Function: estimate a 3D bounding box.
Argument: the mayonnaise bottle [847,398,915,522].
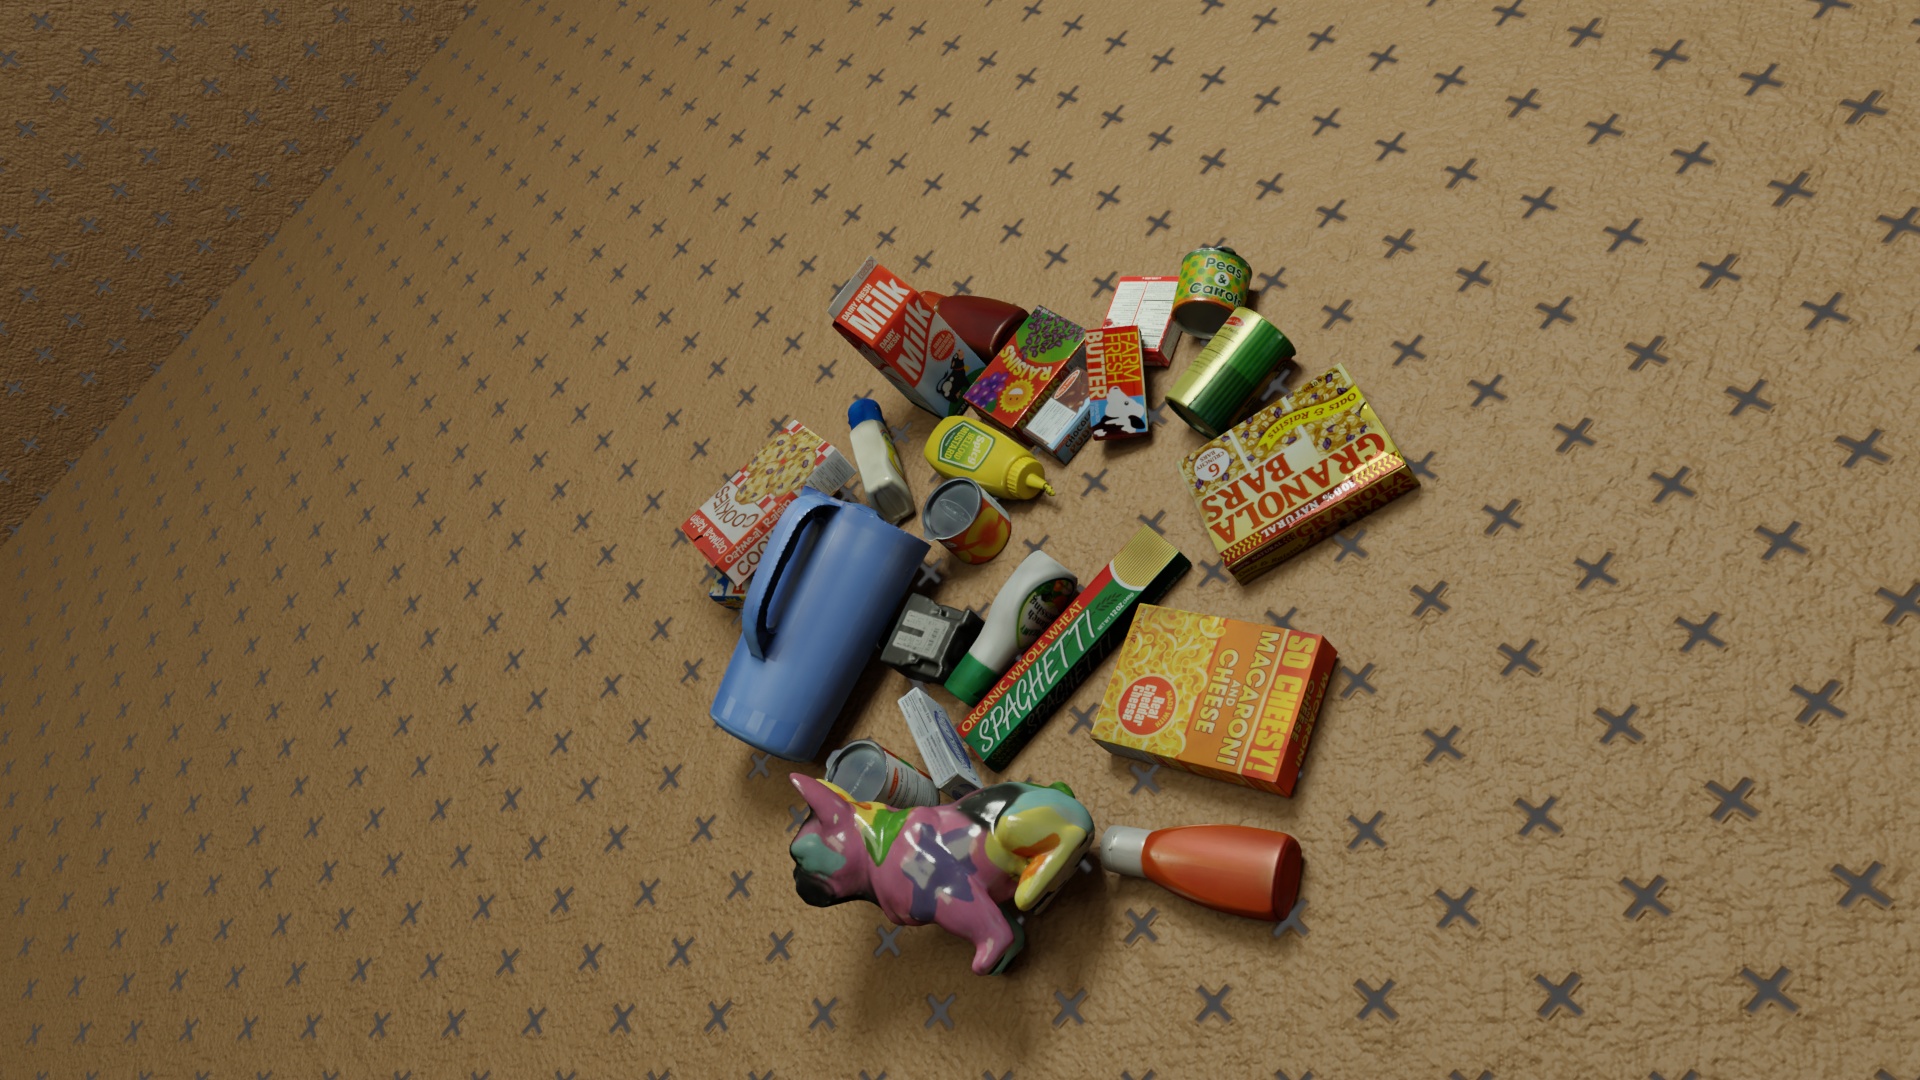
[{"bbox_3d":[-0.086,-0.088,1.426,0.041,0.064,0.149,-27,46,9],"label":"mayonnaise bottle"}]

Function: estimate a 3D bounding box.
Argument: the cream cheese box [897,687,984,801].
[{"bbox_3d":[-0.017,0.180,1.209,0.024,0.053,0.104,-38,47,9],"label":"cream cheese box"}]

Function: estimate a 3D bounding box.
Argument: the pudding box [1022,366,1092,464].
[{"bbox_3d":[0.106,-0.120,1.327,0.084,0.030,0.050,-51,45,-2],"label":"pudding box"}]

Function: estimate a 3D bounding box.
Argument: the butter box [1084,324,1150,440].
[{"bbox_3d":[0.145,-0.146,1.286,0.053,0.024,0.103,-5,81,11],"label":"butter box"}]

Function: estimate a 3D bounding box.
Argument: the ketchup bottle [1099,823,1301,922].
[{"bbox_3d":[0.176,0.241,1.038,0.148,0.043,0.065,1,63,37],"label":"ketchup bottle"}]

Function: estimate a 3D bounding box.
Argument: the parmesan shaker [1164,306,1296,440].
[{"bbox_3d":[0.236,-0.146,1.226,0.103,0.071,0.071,-51,46,-1],"label":"parmesan shaker"}]

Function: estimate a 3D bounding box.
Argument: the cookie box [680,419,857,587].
[{"bbox_3d":[-0.199,-0.041,1.417,0.167,0.040,0.123,-44,32,-7],"label":"cookie box"}]

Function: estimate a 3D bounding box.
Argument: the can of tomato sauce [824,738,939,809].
[{"bbox_3d":[-0.069,0.217,1.203,0.071,0.083,0.071,-18,53,26],"label":"can of tomato sauce"}]

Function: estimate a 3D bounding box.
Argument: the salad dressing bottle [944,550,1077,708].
[{"bbox_3d":[0.043,0.080,1.224,0.044,0.064,0.147,36,89,41],"label":"salad dressing bottle"}]

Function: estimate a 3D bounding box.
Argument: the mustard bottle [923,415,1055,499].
[{"bbox_3d":[0.034,-0.073,1.337,0.160,0.048,0.065,25,80,43],"label":"mustard bottle"}]

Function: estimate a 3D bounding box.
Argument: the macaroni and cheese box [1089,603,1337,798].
[{"bbox_3d":[0.199,0.123,1.098,0.166,0.040,0.124,8,68,40],"label":"macaroni and cheese box"}]

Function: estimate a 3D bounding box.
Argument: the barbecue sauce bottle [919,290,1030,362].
[{"bbox_3d":[0.007,-0.231,1.460,0.065,0.043,0.149,-48,44,-14],"label":"barbecue sauce bottle"}]

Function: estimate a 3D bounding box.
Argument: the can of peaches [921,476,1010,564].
[{"bbox_3d":[0.005,-0.017,1.316,0.071,0.058,0.071,-18,54,27],"label":"can of peaches"}]

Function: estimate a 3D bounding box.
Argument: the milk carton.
[{"bbox_3d":[-0.057,-0.202,1.386,0.073,0.190,0.072,32,84,43],"label":"milk carton"}]

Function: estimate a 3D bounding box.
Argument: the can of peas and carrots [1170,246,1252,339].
[{"bbox_3d":[0.231,-0.227,1.277,0.071,0.071,0.059,0,64,36],"label":"can of peas and carrots"}]

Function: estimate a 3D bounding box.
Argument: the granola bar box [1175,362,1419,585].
[{"bbox_3d":[0.276,-0.056,1.157,0.165,0.039,0.125,-32,49,16],"label":"granola bar box"}]

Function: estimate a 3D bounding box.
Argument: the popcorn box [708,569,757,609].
[{"bbox_3d":[-0.206,0.010,1.465,0.085,0.038,0.127,-2,62,36],"label":"popcorn box"}]

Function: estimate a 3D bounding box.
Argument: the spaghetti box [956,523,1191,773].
[{"bbox_3d":[0.096,0.093,1.200,0.250,0.028,0.050,-47,45,1],"label":"spaghetti box"}]

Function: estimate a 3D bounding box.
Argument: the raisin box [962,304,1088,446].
[{"bbox_3d":[0.073,-0.163,1.374,0.123,0.040,0.086,-50,47,-3],"label":"raisin box"}]
